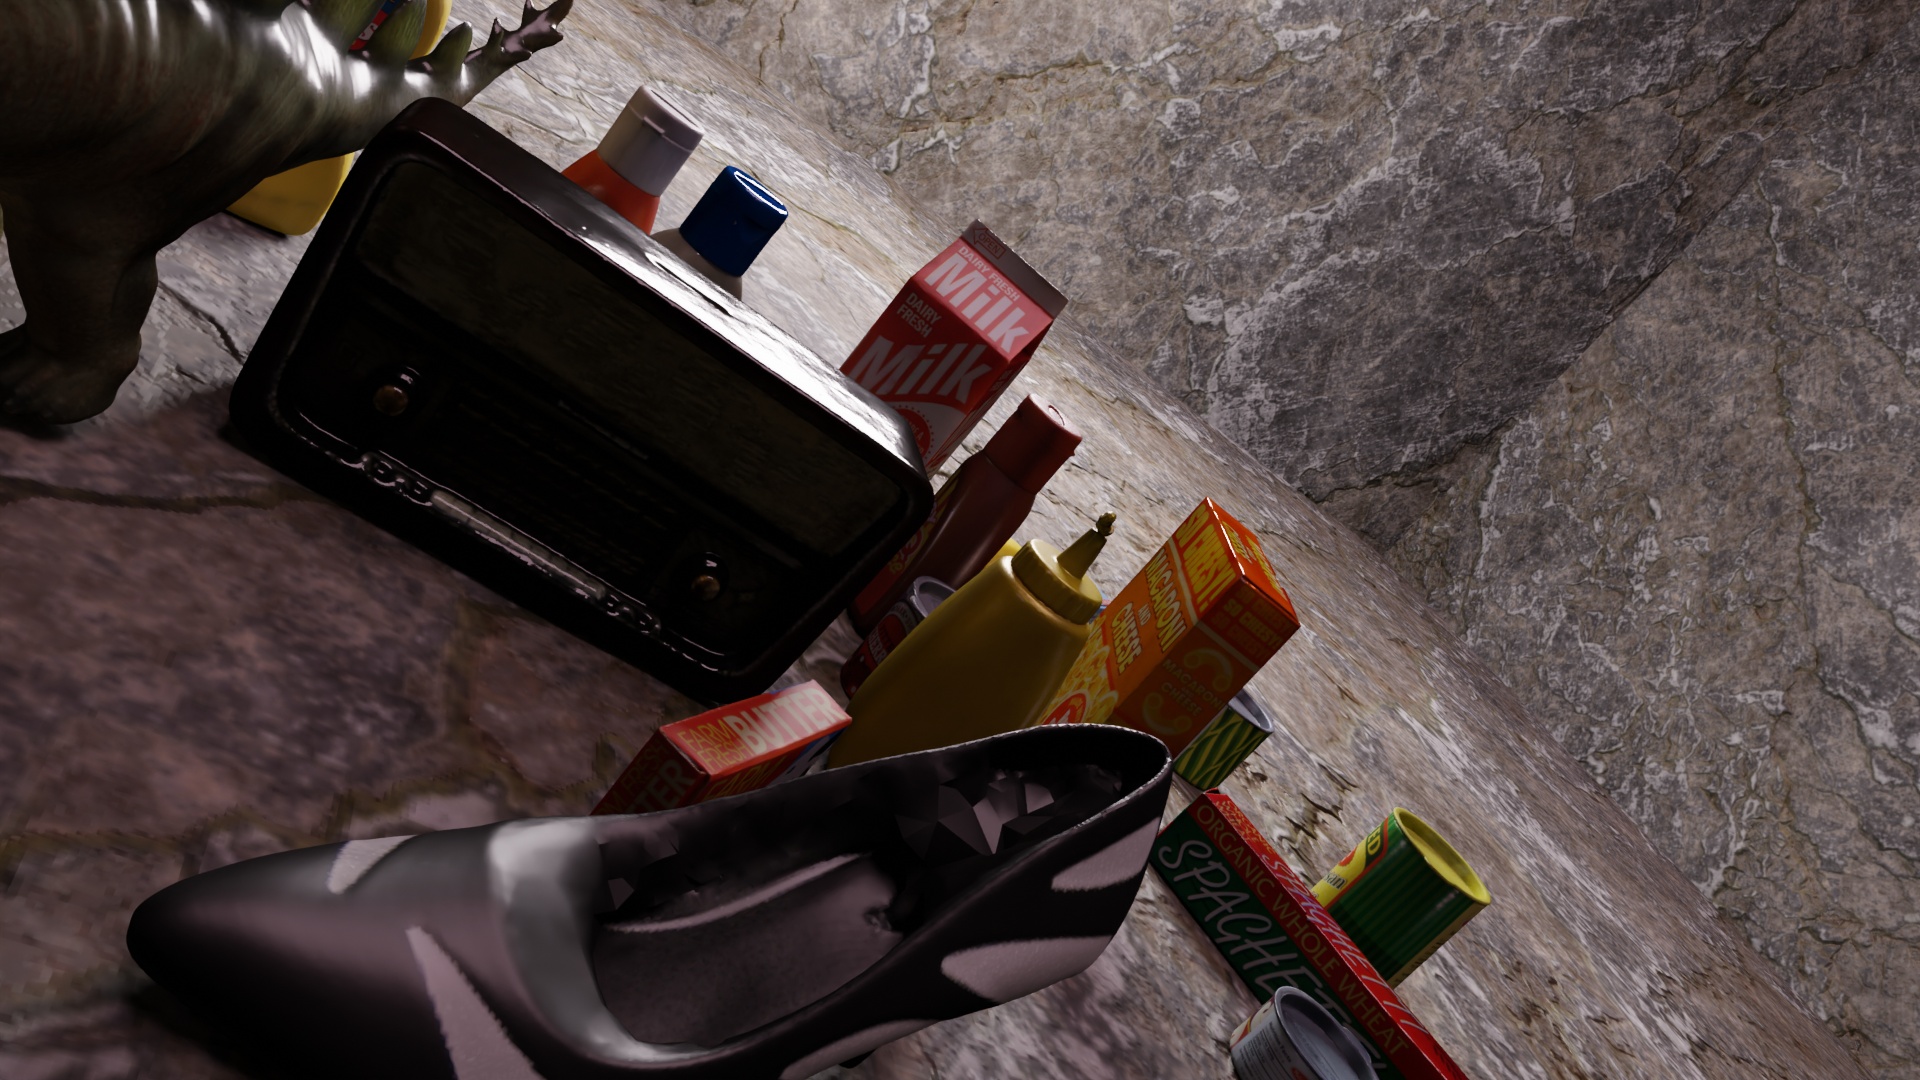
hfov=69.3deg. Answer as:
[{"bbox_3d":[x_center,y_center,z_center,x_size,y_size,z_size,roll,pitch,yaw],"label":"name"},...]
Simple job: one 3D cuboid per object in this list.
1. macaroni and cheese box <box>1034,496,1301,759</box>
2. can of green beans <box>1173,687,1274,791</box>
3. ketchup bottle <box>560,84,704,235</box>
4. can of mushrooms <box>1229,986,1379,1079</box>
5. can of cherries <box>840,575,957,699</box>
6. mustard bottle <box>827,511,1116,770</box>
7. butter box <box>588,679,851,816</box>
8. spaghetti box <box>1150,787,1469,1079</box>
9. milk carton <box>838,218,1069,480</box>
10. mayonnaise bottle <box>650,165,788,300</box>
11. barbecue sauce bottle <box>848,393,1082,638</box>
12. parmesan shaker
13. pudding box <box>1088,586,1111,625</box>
[{"bbox_3d":[0.086,0.067,0.675,0.040,0.166,0.124,38,15,-10],"label":"macaroni and cheese box"},{"bbox_3d":[0.161,0.121,0.908,0.071,0.057,0.071,38,16,-12],"label":"can of green beans"},{"bbox_3d":[-0.180,-0.147,0.666,0.064,0.148,0.044,38,15,-10],"label":"ketchup bottle"},{"bbox_3d":[0.156,0.238,0.624,0.071,0.033,0.071,37,16,-12],"label":"can of mushrooms"},{"bbox_3d":[-0.016,0.059,0.659,0.071,0.058,0.072,38,16,-12],"label":"can of cherries"},{"bbox_3d":[0.013,0.048,0.565,0.065,0.160,0.049,38,15,-13],"label":"mustard bottle"},{"bbox_3d":[-0.080,0.079,0.465,0.024,0.053,0.103,45,16,13],"label":"butter box"},{"bbox_3d":[0.185,0.231,0.682,0.028,0.050,0.251,19,27,-55],"label":"spaghetti box"},{"bbox_3d":[-0.026,-0.083,0.777,0.072,0.190,0.073,42,15,3],"label":"milk carton"},{"bbox_3d":[-0.139,-0.107,0.654,0.064,0.147,0.041,26,21,-43],"label":"mayonnaise bottle"},{"bbox_3d":[0.003,-0.009,0.720,0.043,0.148,0.065,37,16,-16],"label":"barbecue sauce bottle"},{"bbox_3d":[0.221,0.202,0.742,0.071,0.103,0.071,38,15,-12],"label":"parmesan shaker"},{"bbox_3d":[0.061,0.049,0.884,0.030,0.049,0.084,47,17,22],"label":"pudding box"}]
